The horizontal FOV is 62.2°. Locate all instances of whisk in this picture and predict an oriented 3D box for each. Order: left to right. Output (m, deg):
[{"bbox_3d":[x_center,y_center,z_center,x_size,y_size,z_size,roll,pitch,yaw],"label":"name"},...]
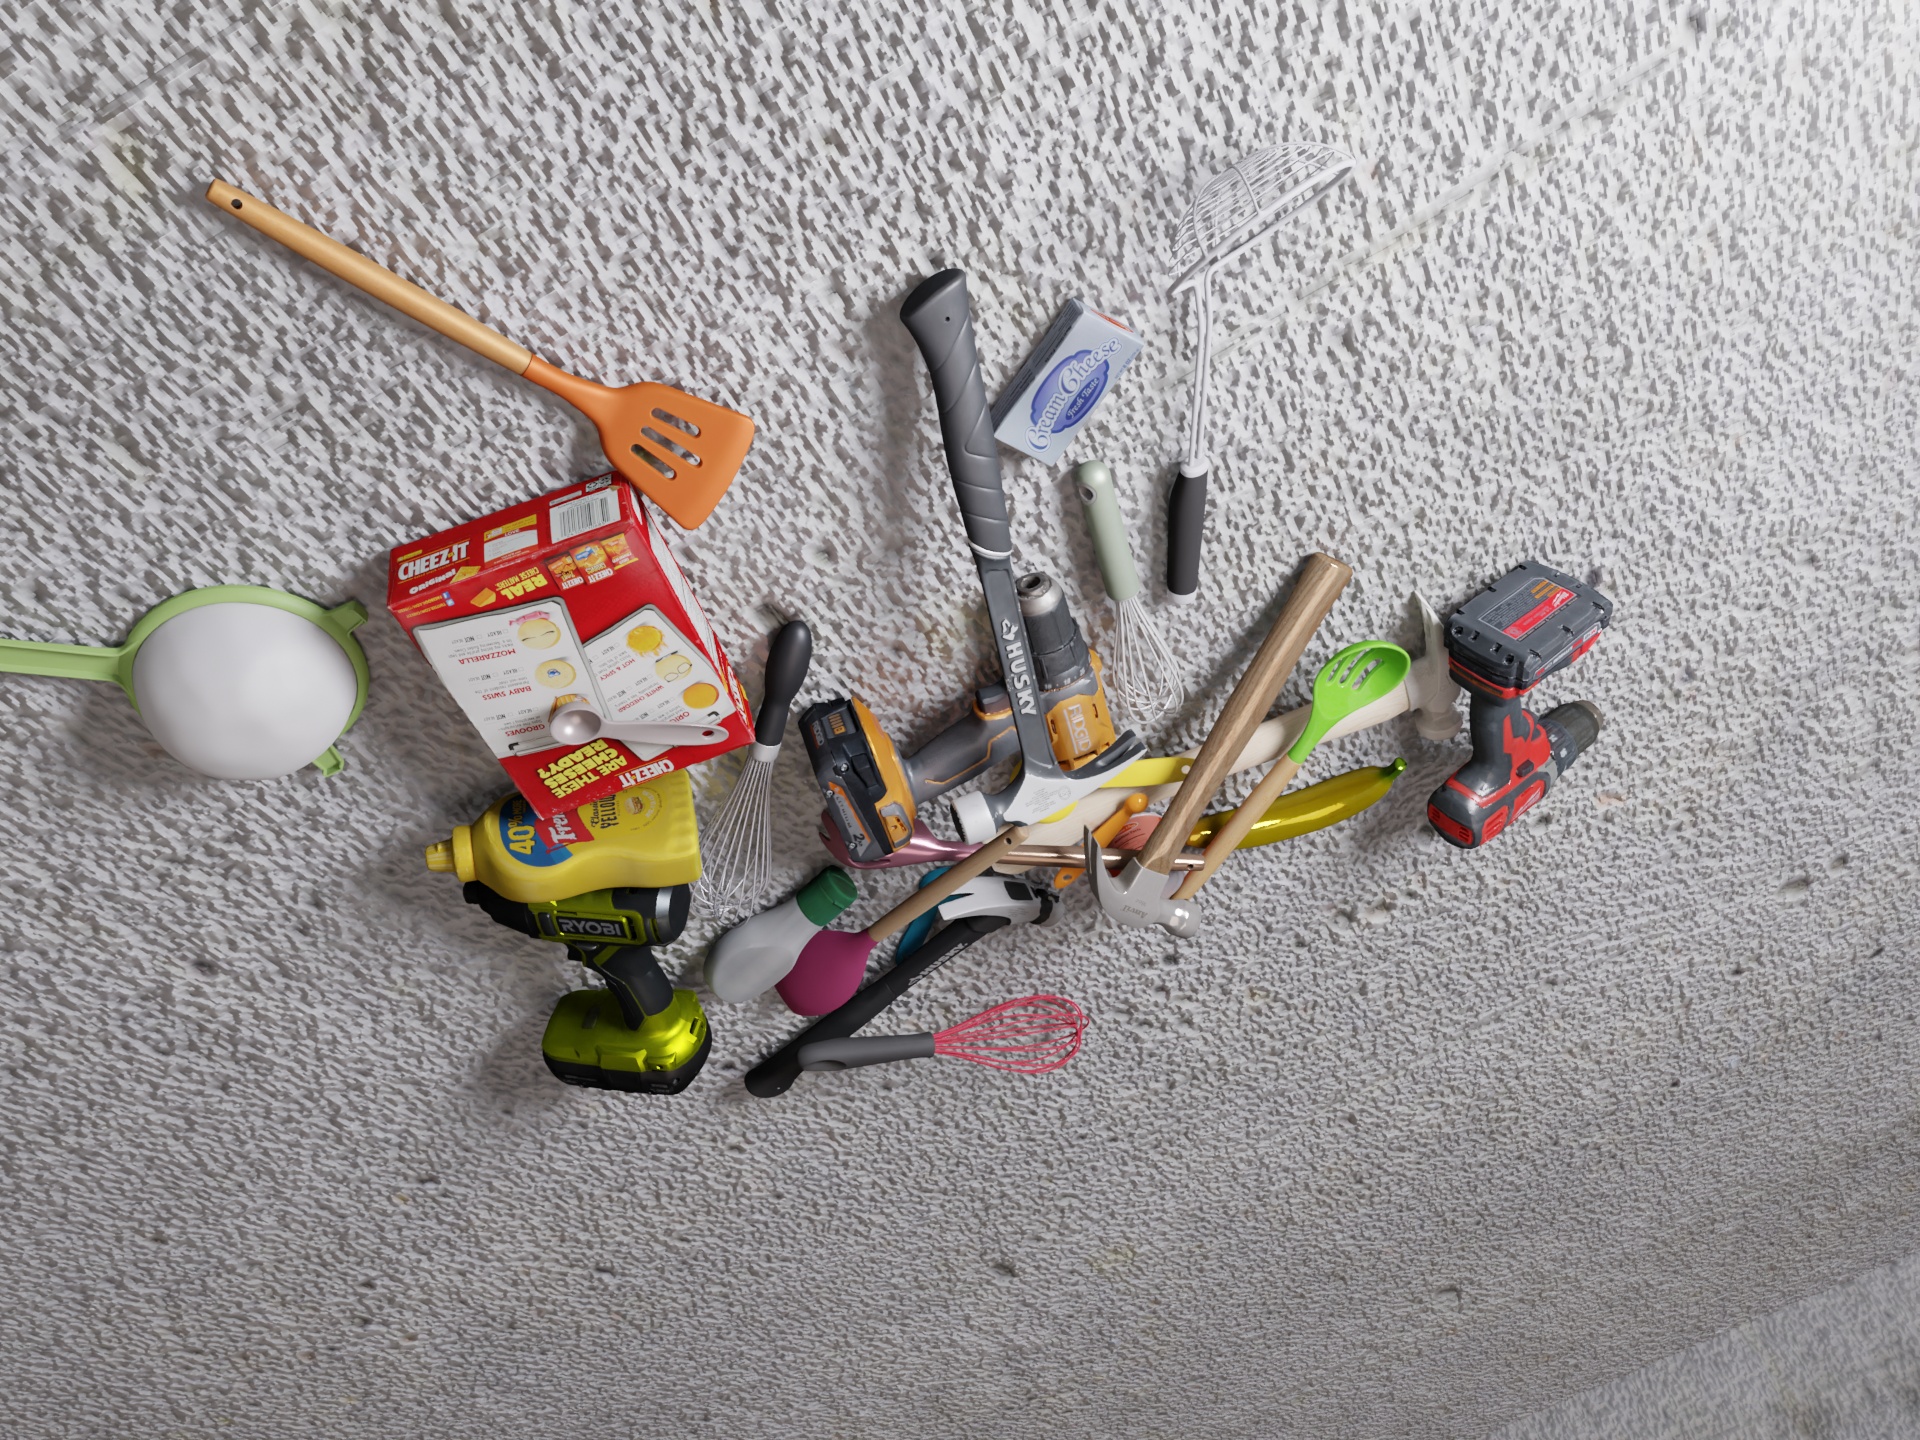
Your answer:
[{"bbox_3d":[-0.155,0.043,1.191,0.070,0.070,0.284,5,125,-22],"label":"whisk"},{"bbox_3d":[-0.011,0.292,1.438,0.295,0.073,0.073,0,132,-28],"label":"whisk"},{"bbox_3d":[0.122,-0.090,1.162,0.059,0.058,0.246,-44,137,-24],"label":"whisk"}]

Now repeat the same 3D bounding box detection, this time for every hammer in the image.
[{"bbox_3d":[-0.071,0.238,1.394,0.334,0.035,0.146,-39,148,23],"label":"hammer"},{"bbox_3d":[0.029,-0.100,1.063,0.149,0.036,0.408,-19,124,-9],"label":"hammer"},{"bbox_3d":[0.209,0.026,1.300,0.410,0.038,0.146,-22,133,3],"label":"hammer"},{"bbox_3d":[0.203,0.019,1.234,0.130,0.031,0.331,20,107,-28],"label":"hammer"}]

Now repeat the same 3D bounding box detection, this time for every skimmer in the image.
[{"bbox_3d":[0.179,-0.203,1.037,0.127,0.090,0.362,-36,145,-28],"label":"skimmer"}]

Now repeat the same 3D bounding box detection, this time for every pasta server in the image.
[{"bbox_3d":[0.044,0.103,1.286,0.316,0.040,0.060,4,124,-11],"label":"pasta server"}]

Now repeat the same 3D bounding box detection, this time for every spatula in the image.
[{"bbox_3d":[-0.270,-0.216,0.916,0.322,0.041,0.081,27,100,-33],"label":"spatula"}]

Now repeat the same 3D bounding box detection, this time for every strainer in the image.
[{"bbox_3d":[-0.510,-0.015,1.006,0.256,0.069,0.151,6,130,-25],"label":"strainer"}]

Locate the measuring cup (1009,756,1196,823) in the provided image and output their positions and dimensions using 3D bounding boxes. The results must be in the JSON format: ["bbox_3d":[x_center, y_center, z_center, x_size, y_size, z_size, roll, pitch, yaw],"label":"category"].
[{"bbox_3d":[0.116,0.049,1.264,0.156,0.029,0.062,-7,106,6],"label":"measuring cup"}]

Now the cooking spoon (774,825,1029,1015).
[{"bbox_3d":[-0.054,0.162,1.292,0.319,0.069,0.017,-38,175,35],"label":"cooking spoon"}]

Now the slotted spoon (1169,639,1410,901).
[{"bbox_3d":[0.255,0.047,1.290,0.070,0.031,0.313,15,126,-26],"label":"slotted spoon"}]

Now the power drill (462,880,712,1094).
[{"bbox_3d":[-0.288,0.196,1.259,0.171,0.080,0.223,3,132,10],"label":"power drill"}]

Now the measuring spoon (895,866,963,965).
[{"bbox_3d":[-0.029,0.177,1.374,0.042,0.021,0.128,8,129,-24],"label":"measuring spoon"}]

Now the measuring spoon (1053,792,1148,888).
[{"bbox_3d":[0.115,0.102,1.308,0.021,0.011,0.117,24,120,-31],"label":"measuring spoon"}]

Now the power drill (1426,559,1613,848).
[{"bbox_3d":[0.465,-0.017,1.296,0.188,0.080,0.226,-33,137,-22],"label":"power drill"}]

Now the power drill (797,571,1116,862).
[{"bbox_3d":[-0.002,-0.004,1.177,0.226,0.084,0.185,-21,133,-3],"label":"power drill"}]

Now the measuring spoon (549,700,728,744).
[{"bbox_3d":[-0.214,0.002,1.061,0.124,0.018,0.034,5,134,-32],"label":"measuring spoon"}]
